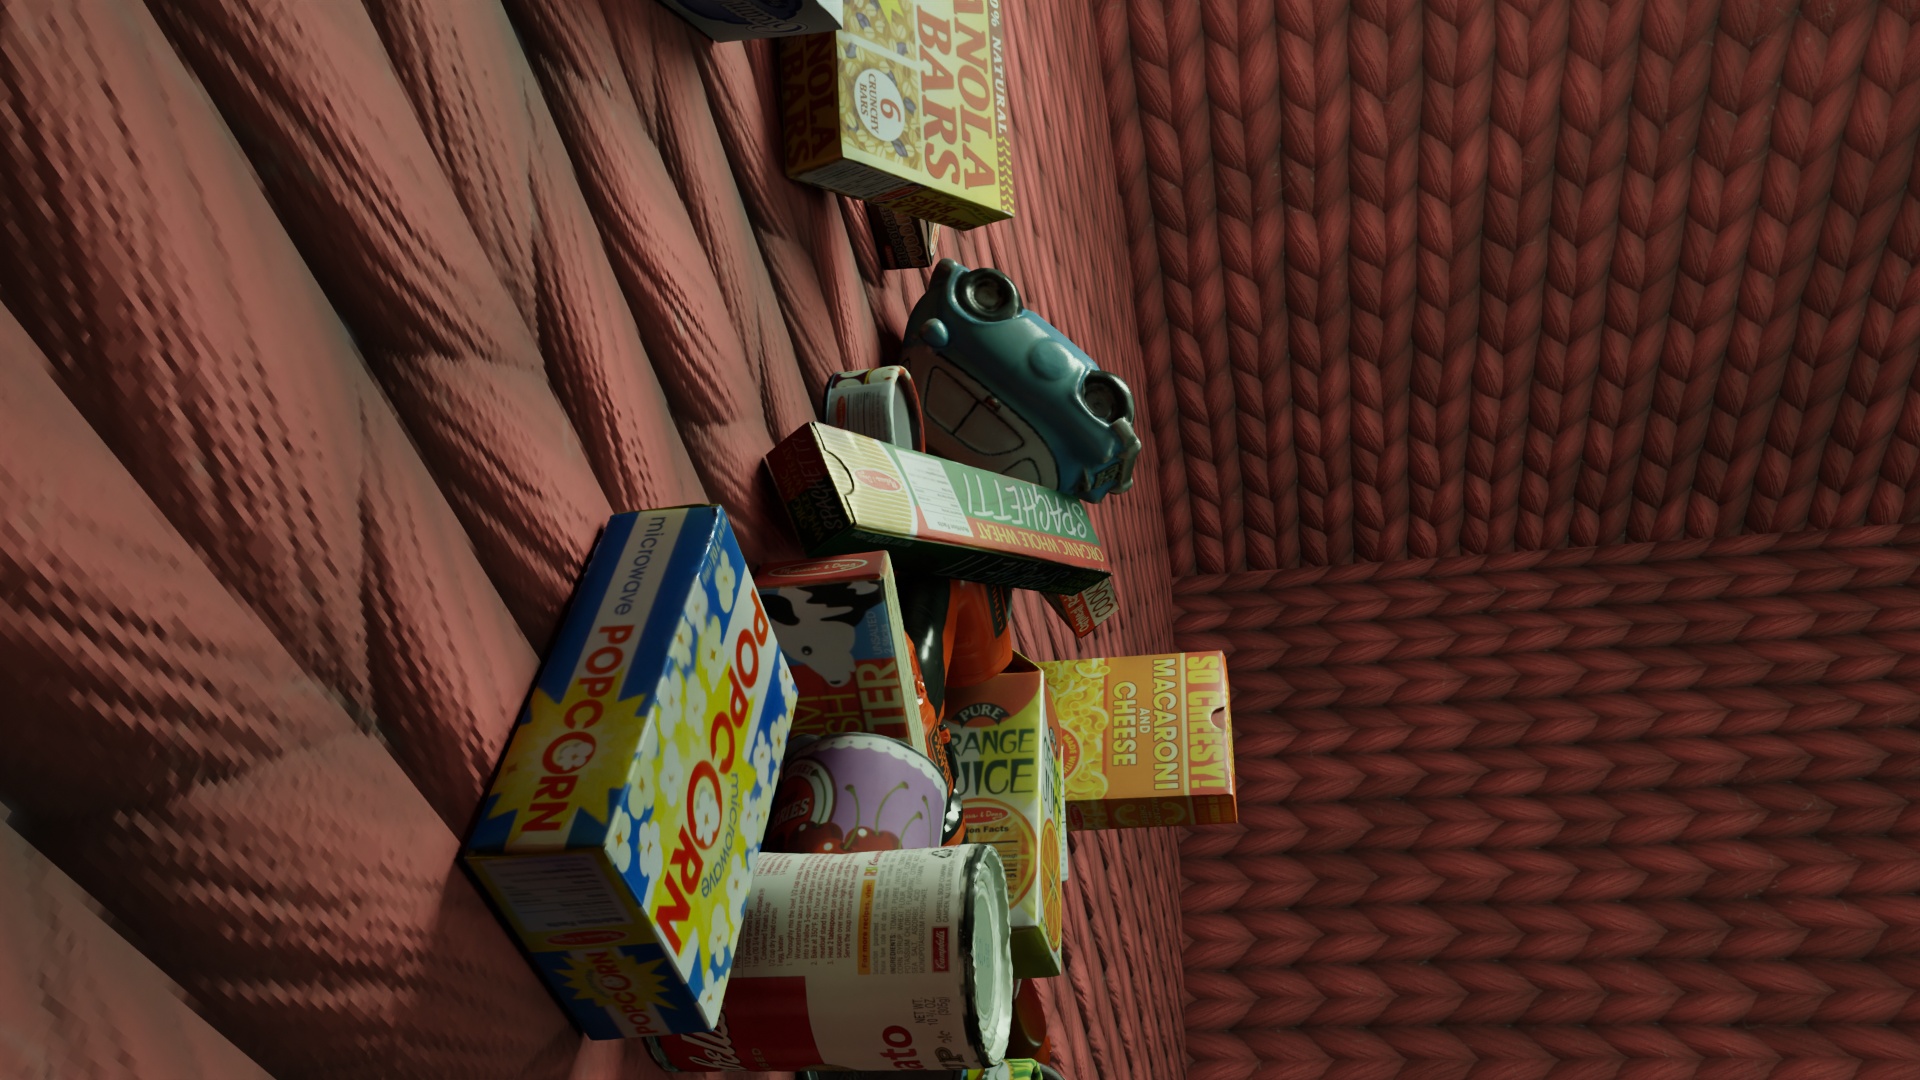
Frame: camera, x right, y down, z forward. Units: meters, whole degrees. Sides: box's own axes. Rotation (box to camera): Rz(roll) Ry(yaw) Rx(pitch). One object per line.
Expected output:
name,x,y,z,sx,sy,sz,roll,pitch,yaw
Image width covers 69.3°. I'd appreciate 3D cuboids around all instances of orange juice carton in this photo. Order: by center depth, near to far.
orange juice carton,0.016,0.138,0.771,0.071,0.073,0.194,70,18,-51

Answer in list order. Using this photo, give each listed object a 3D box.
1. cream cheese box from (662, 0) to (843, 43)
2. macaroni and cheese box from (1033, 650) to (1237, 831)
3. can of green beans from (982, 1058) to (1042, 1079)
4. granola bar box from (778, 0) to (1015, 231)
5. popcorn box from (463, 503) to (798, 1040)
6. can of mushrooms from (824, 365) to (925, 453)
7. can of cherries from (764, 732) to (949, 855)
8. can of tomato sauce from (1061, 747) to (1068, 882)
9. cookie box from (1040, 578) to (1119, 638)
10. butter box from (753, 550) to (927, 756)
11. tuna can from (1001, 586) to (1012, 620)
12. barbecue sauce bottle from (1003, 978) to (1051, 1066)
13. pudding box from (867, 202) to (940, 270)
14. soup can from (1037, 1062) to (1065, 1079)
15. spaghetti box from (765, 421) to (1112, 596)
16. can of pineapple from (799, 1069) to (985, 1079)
cream cheese box,-0.080,-0.203,0.489,0.104,0.053,0.024,-23,110,-78
macaroni and cheese box,0.103,0.139,0.963,0.124,0.166,0.040,-84,164,-44
can of green beans,0.011,0.303,0.719,0.071,0.058,0.071,-7,92,-79
granola bar box,-0.031,-0.241,0.660,0.124,0.039,0.165,3,81,-50
popcorn box,-0.085,0.062,0.394,0.127,0.038,0.084,-82,163,-48
can of mushrooms,-0.040,-0.051,0.675,0.071,0.033,0.071,-7,92,-78
can of cherries,-0.043,0.114,0.524,0.059,0.071,0.071,-81,162,-46
can of tomato sauce,0.031,0.168,0.855,0.071,0.071,0.083,40,47,-74
cookie box,0.047,-0.015,0.929,0.123,0.040,0.167,54,-3,26
butter box,-0.046,0.057,0.551,0.024,0.053,0.103,-77,160,-64
tuna can,0.012,0.021,0.899,0.071,0.033,0.071,-6,92,-79
barbecue sauce bottle,0.027,0.284,0.838,0.147,0.044,0.065,74,4,-47
pudding box,-0.030,-0.198,0.792,0.084,0.030,0.049,-83,164,-46
soup can,0.037,0.358,0.806,0.072,0.071,0.083,-76,159,-57
spaghetti box,0.002,-0.008,0.652,0.250,0.028,0.050,11,52,-59
can of pineapple,-0.025,0.206,0.559,0.057,0.071,0.071,52,35,-71
